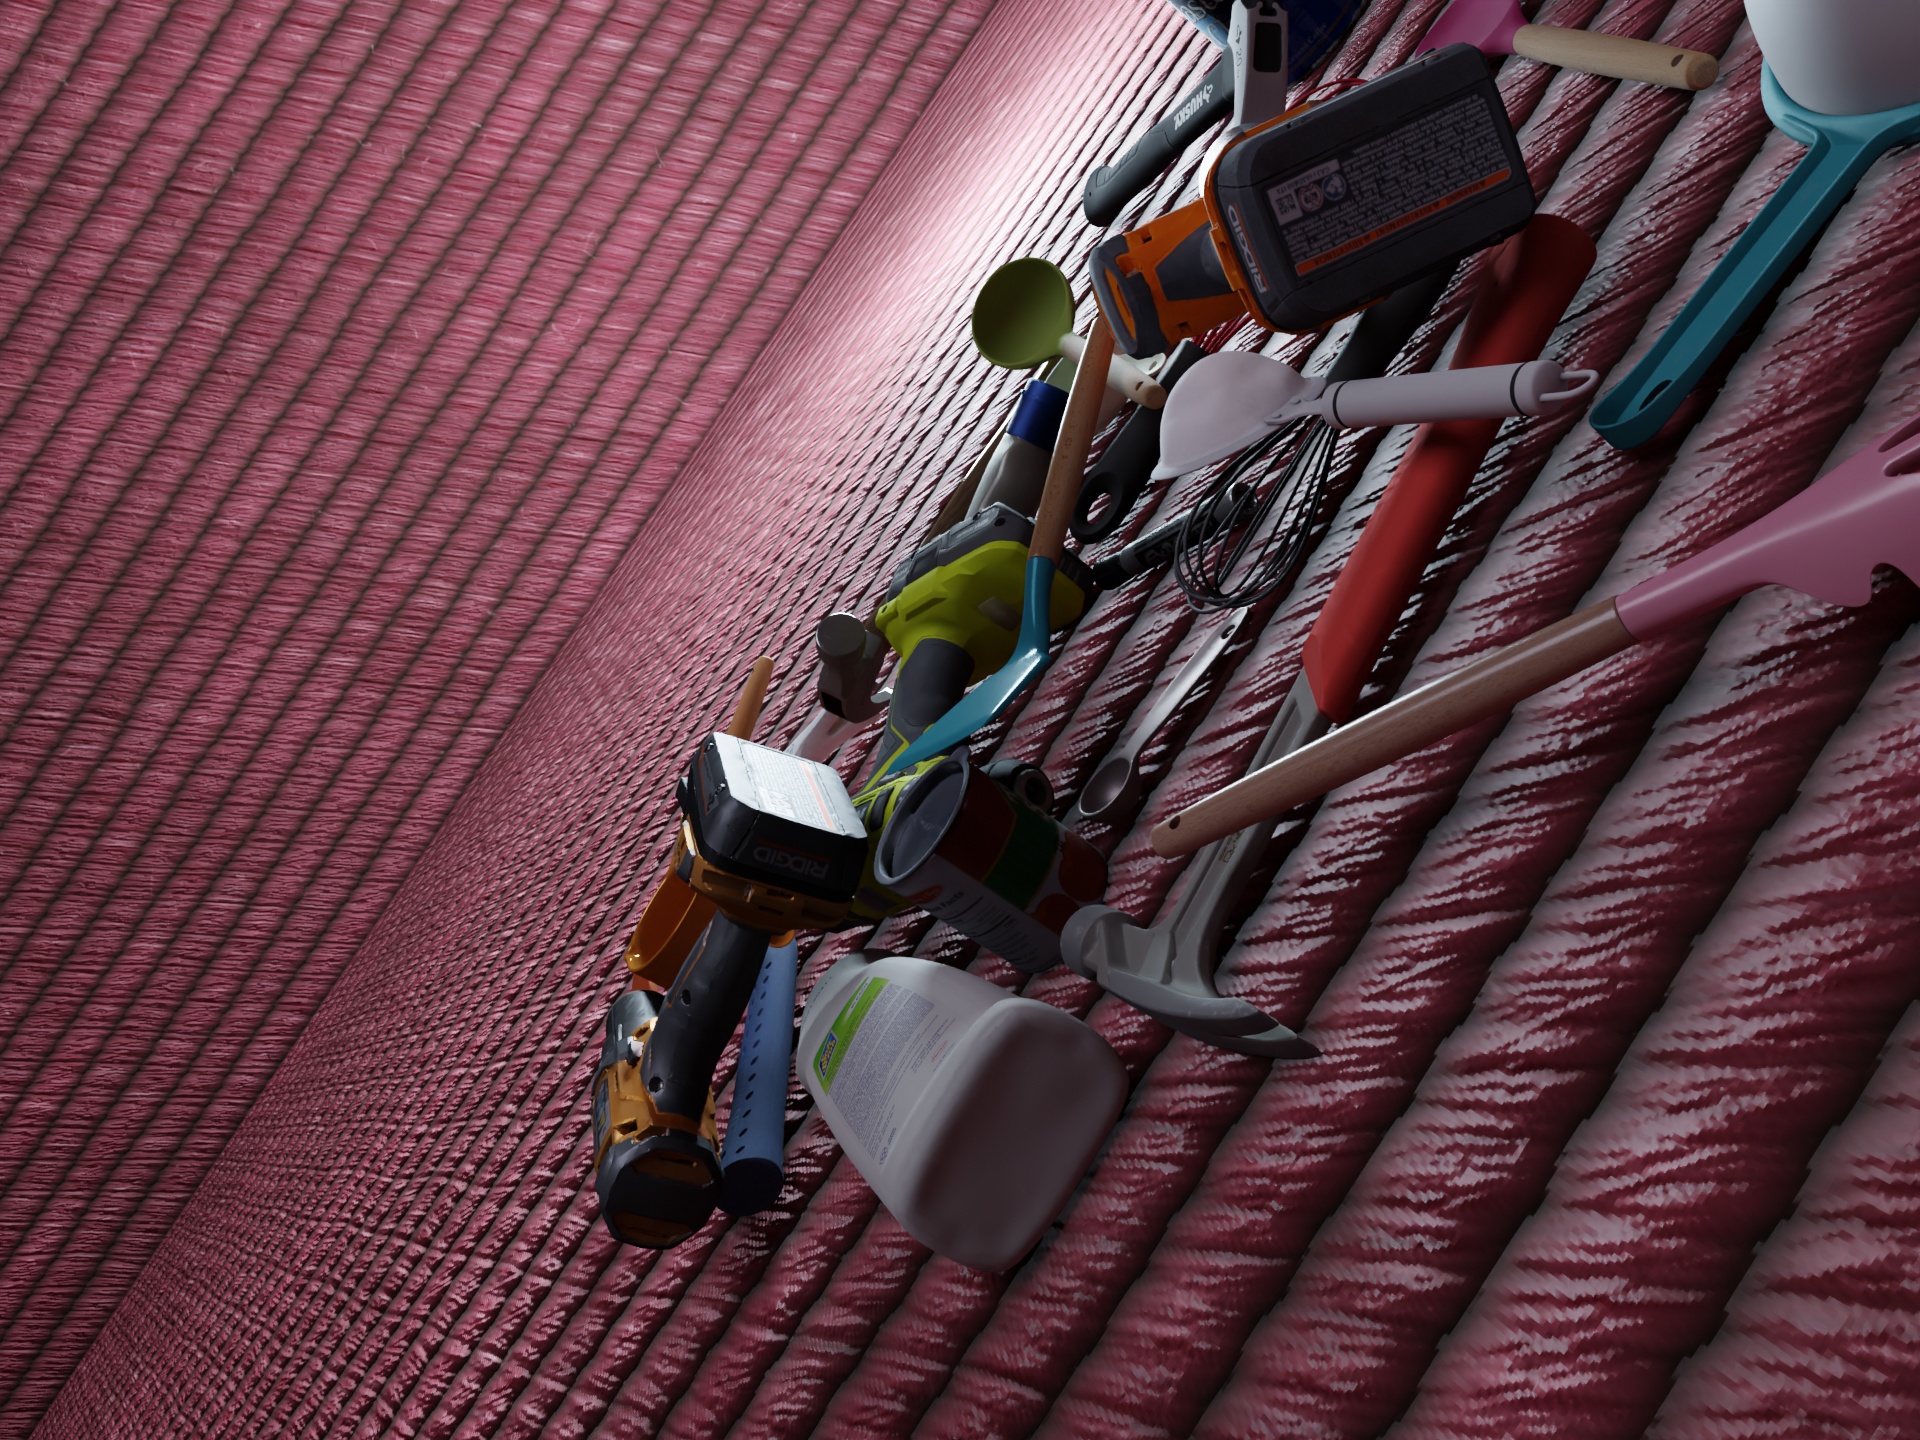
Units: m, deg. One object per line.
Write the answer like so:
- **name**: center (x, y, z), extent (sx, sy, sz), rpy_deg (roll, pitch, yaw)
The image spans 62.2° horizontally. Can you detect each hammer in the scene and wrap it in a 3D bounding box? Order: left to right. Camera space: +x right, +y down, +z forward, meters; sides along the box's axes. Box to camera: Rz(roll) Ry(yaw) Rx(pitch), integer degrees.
- **hammer**: center (-0.107, 0.124, 0.963), extent (0.144, 0.035, 0.406), rpy_deg (-47, 22, 23)
- **hammer**: center (0.000, -0.134, 1.071), extent (0.331, 0.031, 0.130), rpy_deg (-57, -14, -25)
- **hammer**: center (0.153, -0.417, 1.152), extent (0.335, 0.035, 0.146), rpy_deg (-176, 84, -76)
- **hammer**: center (0.161, -0.044, 0.612), extent (0.359, 0.036, 0.149), rpy_deg (-60, 20, -10)

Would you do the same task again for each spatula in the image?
- **spatula**: center (-0.175, 0.099, 1.089), extent (0.081, 0.041, 0.323), rpy_deg (-39, 30, 60)
- **spatula**: center (0.039, -0.105, 0.807), extent (0.082, 0.044, 0.318), rpy_deg (-28, 39, 50)

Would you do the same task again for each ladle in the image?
- **ladle**: center (0.065, -0.231, 0.971), extent (0.078, 0.062, 0.320), rpy_deg (-55, 20, 12)

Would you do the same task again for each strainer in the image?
- **strainer**: center (0.150, -0.130, 0.644), extent (0.087, 0.050, 0.258), rpy_deg (-38, 23, -20)
- **strainer**: center (0.301, -0.252, 0.528), extent (0.340, 0.095, 0.211), rpy_deg (-53, 20, 4)

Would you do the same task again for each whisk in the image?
- **whisk**: center (0.147, -0.226, 0.899), extent (0.296, 0.073, 0.073), rpy_deg (-57, 19, 12)
- **whisk**: center (0.173, -0.147, 0.739), extent (0.239, 0.055, 0.055), rpy_deg (-55, 19, -11)

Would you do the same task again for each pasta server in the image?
- **pasta server**: center (0.181, -0.014, 0.479), extent (0.316, 0.040, 0.060), rpy_deg (-32, 31, 40)

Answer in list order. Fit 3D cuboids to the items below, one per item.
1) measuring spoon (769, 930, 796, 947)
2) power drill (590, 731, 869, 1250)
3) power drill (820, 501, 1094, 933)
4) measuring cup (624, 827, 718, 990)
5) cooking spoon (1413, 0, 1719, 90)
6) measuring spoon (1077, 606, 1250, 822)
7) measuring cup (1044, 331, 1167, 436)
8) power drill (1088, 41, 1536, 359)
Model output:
- **measuring spoon**: center (-0.070, 0.090, 0.913), extent (0.117, 0.021, 0.011), rpy_deg (-42, -11, -25)
- **power drill**: center (-0.131, 0.124, 0.812), extent (0.226, 0.084, 0.185), rpy_deg (-68, 20, 12)
- **power drill**: center (-0.001, -0.003, 0.863), extent (0.190, 0.080, 0.229), rpy_deg (-26, 37, 47)
- **measuring cup**: center (-0.154, 0.102, 0.980), extent (0.095, 0.052, 0.174), rpy_deg (-49, 19, 20)
- **cooking spoon**: center (0.292, -0.336, 0.791), extent (0.068, 0.017, 0.319), rpy_deg (-50, 20, 18)
- **measuring spoon**: center (0.098, -0.001, 0.727), extent (0.124, 0.018, 0.034), rpy_deg (-51, 19, -8)
- **measuring cup**: center (0.101, -0.212, 1.011), extent (0.083, 0.038, 0.168), rpy_deg (-57, 22, -4)
- **power drill**: center (0.160, -0.228, 0.714), extent (0.164, 0.084, 0.226), rpy_deg (-26, 12, -5)
